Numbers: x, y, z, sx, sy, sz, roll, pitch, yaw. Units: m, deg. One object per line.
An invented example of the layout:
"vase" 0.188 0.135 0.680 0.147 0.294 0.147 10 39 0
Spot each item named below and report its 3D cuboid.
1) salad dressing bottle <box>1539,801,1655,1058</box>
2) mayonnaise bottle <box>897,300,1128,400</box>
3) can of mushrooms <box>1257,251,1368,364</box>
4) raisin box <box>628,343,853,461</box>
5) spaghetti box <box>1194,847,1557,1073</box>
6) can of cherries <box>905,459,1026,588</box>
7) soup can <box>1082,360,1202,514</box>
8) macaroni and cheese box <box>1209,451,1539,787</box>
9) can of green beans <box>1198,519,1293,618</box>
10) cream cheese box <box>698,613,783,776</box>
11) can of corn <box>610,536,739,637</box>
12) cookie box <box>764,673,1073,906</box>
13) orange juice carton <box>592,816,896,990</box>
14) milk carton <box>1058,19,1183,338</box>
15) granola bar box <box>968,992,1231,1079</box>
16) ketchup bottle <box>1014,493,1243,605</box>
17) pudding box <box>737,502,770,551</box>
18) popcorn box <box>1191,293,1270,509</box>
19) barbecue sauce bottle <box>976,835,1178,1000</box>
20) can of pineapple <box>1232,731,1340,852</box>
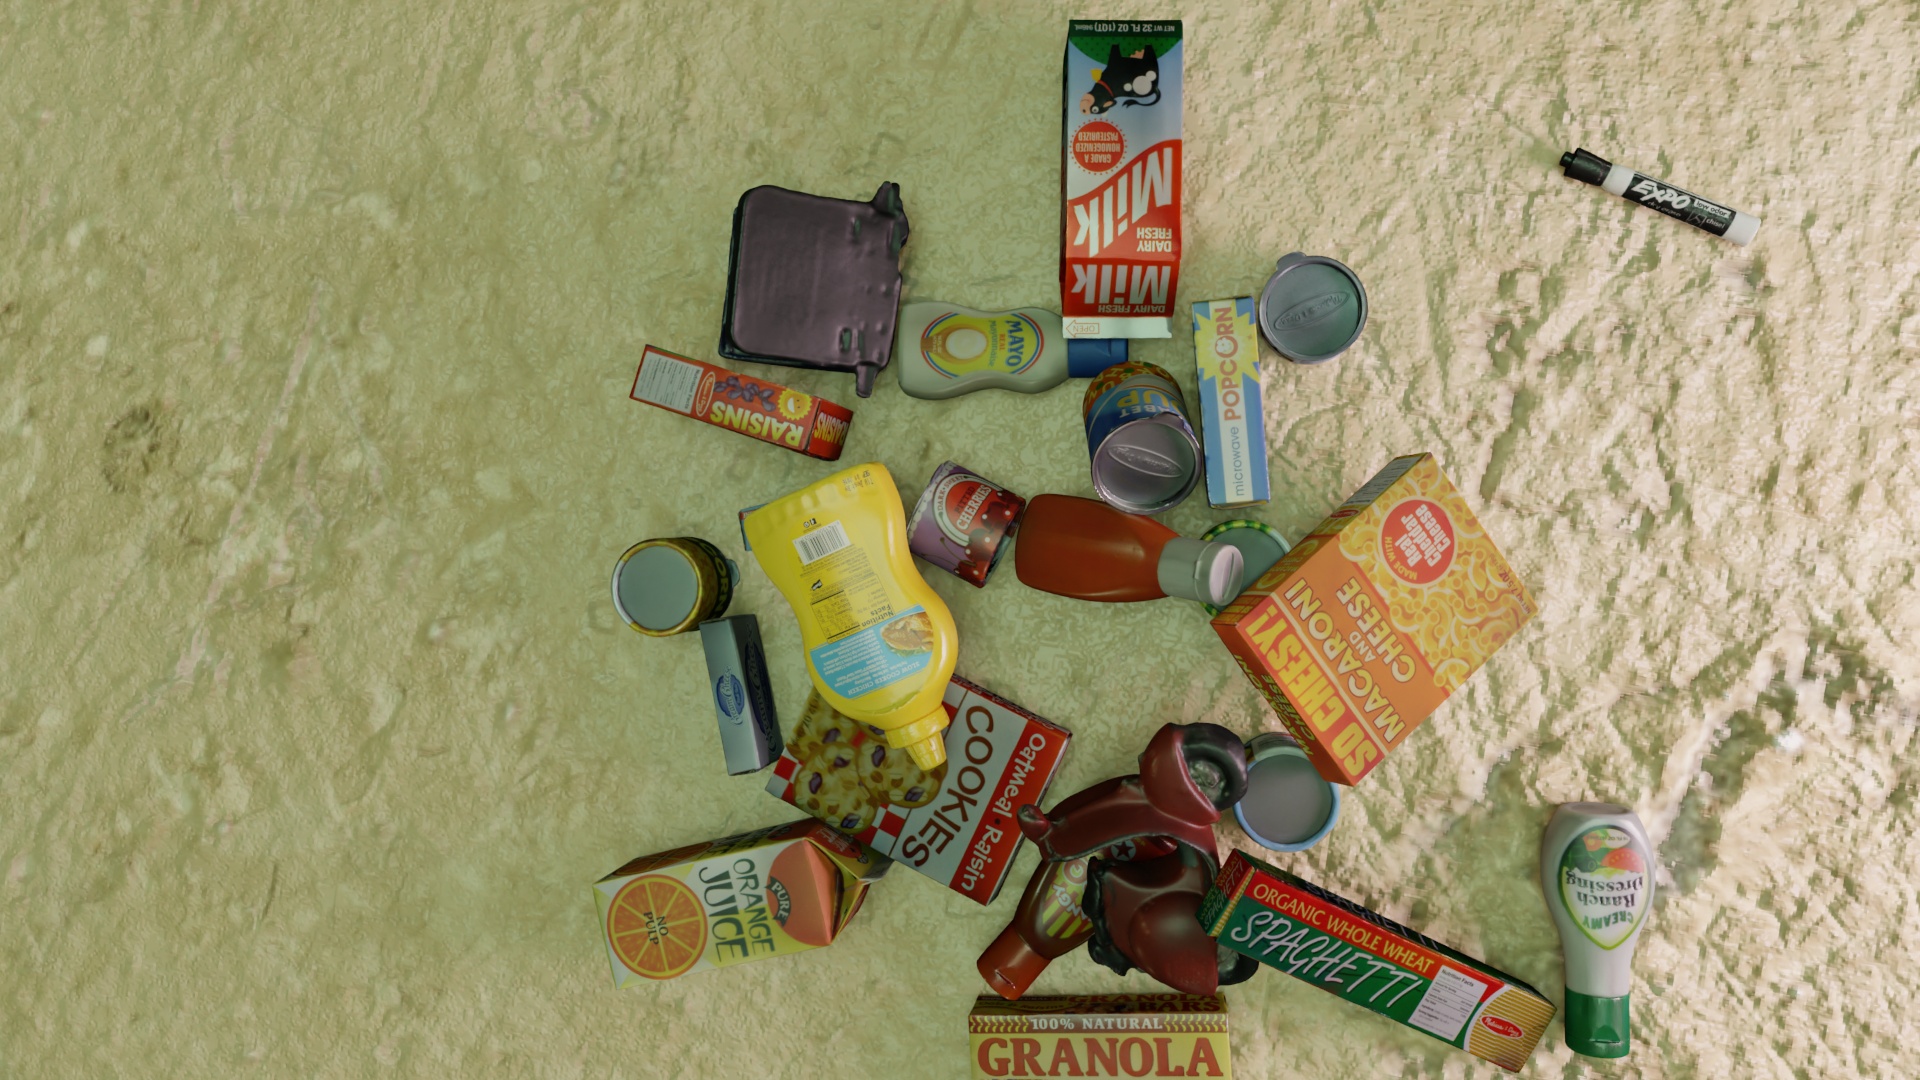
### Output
"salad dressing bottle" 0.388 0.237 0.847 0.064 0.044 0.147 0 90 8
"mayonnaise bottle" 0.035 -0.124 0.906 0.148 0.041 0.065 1 82 9
"can of mushrooms" 0.221 -0.147 0.881 0.071 0.033 0.071 0 91 10
"raisin box" -0.142 -0.089 0.913 0.123 0.086 0.040 17 92 9
"spaghetti box" 0.248 0.250 0.821 0.250 0.029 0.050 28 94 -20
"can of cherries" 0.003 -0.011 0.897 0.058 0.071 0.071 28 95 8
"soup can" 0.112 -0.067 0.858 0.071 0.084 0.071 0 122 0
"macaroni and cheese box" 0.249 0.046 0.832 0.167 0.040 0.123 -39 98 -14
"can of green beans" 0.177 0.020 0.875 0.071 0.058 0.071 0 90 10
"cream cheese box" -0.146 0.101 0.930 0.024 0.053 0.104 -12 88 11
"can of corn" -0.191 0.030 0.935 0.071 0.058 0.071 0 91 10
"cookie box" -0.027 0.146 0.918 0.167 0.040 0.123 26 94 9
"orange juice carton" -0.135 0.233 0.919 0.192 0.072 0.073 -14 89 9
"milk carton" 0.100 -0.222 0.875 0.072 0.073 0.190 0 89 1
"granola bar box" 0.093 0.360 0.898 0.165 0.039 0.124 -4 90 10
"ketchup bottle" 0.102 0.010 0.858 0.149 0.043 0.064 11 90 43
"pudding box" -0.100 -0.016 0.925 0.084 0.050 0.030 -12 90 9
"popcorn box" 0.167 -0.083 0.863 0.038 0.085 0.126 -5 90 10
"barbecue sauce bottle" 0.071 0.231 0.899 0.065 0.044 0.148 40 96 -1
"can of pineapple" 0.202 0.159 0.871 0.071 0.058 0.071 0 90 9
